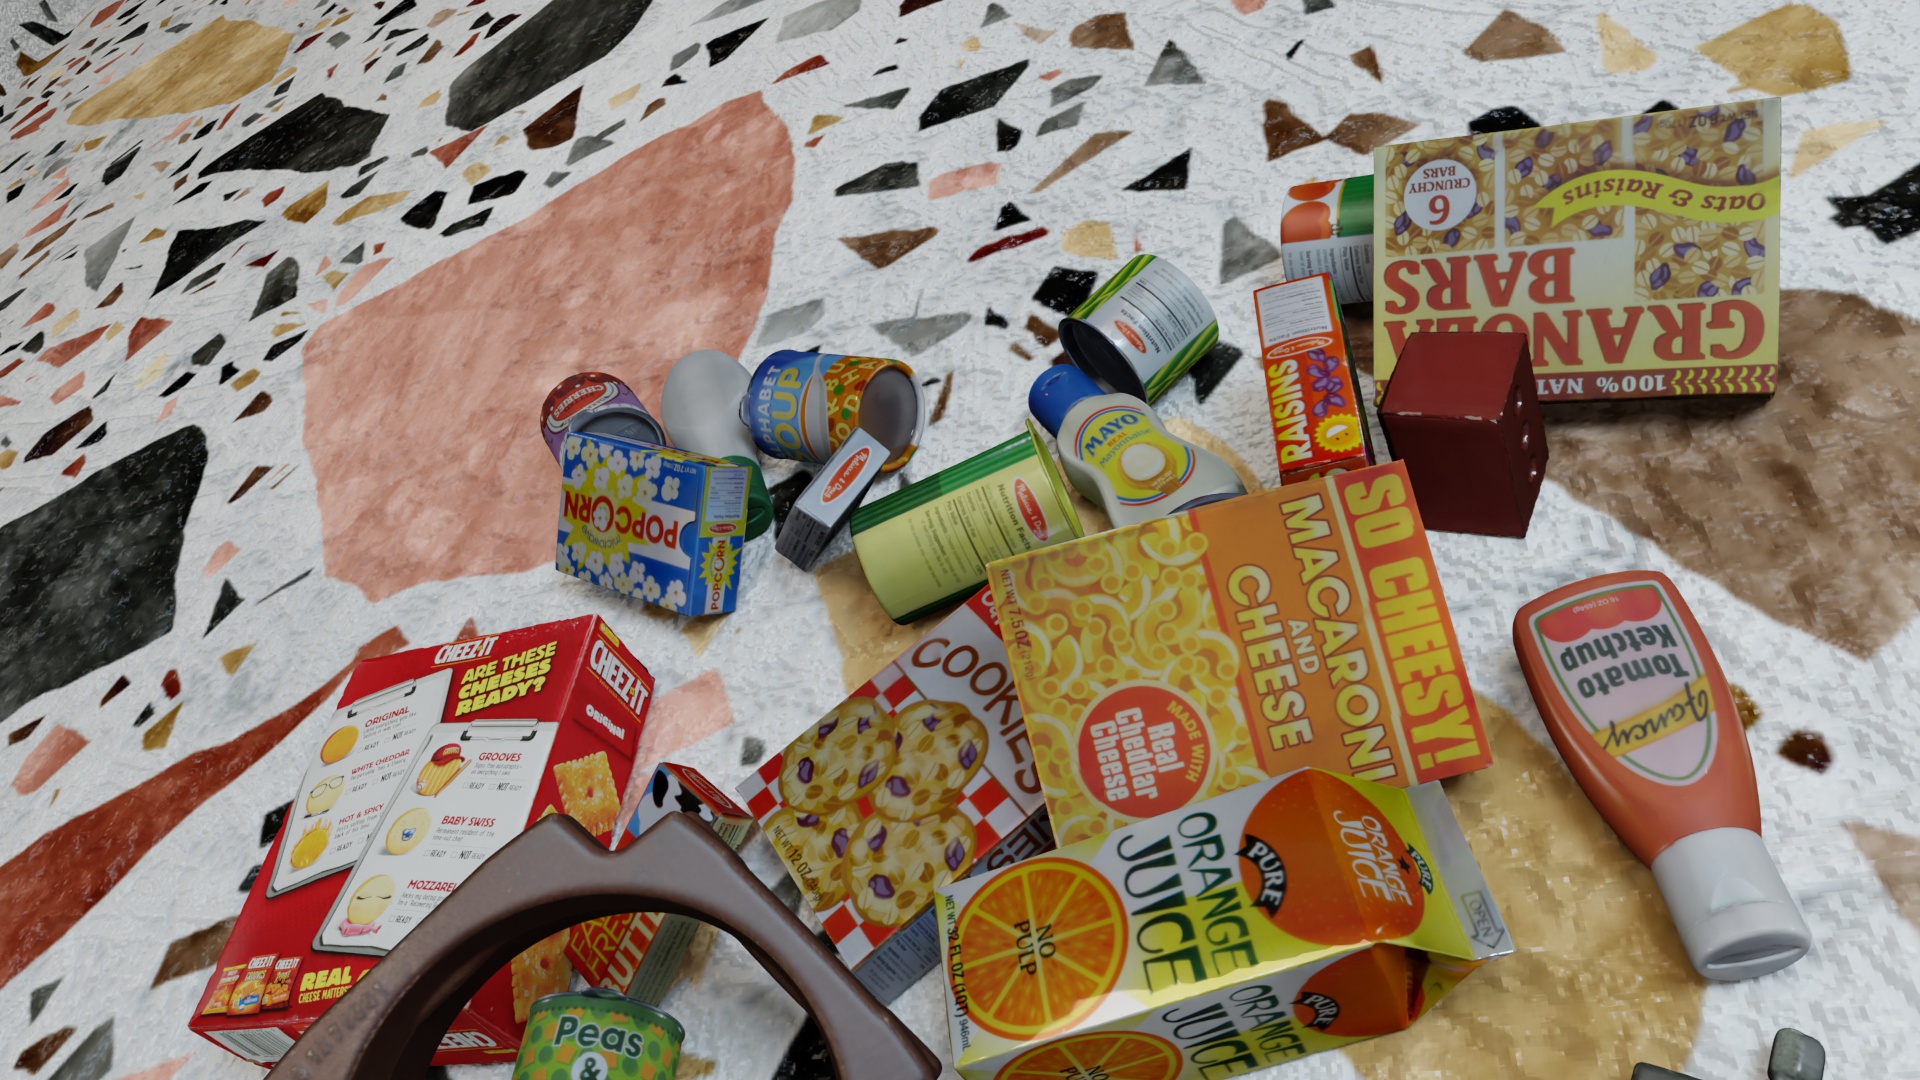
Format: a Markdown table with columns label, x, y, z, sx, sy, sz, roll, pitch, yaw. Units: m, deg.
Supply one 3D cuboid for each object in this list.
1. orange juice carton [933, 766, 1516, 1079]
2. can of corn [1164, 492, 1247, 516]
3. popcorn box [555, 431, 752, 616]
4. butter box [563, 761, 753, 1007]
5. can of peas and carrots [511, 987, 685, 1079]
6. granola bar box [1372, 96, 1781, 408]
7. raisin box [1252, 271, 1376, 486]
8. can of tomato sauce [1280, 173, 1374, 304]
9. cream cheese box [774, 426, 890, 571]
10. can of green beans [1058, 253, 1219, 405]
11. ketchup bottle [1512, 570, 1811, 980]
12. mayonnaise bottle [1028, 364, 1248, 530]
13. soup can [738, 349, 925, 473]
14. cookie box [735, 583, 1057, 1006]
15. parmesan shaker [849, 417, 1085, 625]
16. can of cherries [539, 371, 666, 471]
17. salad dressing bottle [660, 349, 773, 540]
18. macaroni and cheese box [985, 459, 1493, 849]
| label | x | y | z | sx | sy | sz | roll | pitch | yaw |
| --- | --- | --- | --- | --- | --- | --- | --- | --- | --- |
| orange juice carton | 0.093 | 0.145 | 0.505 | 0.192 | 0.072 | 0.072 | -21 | 44 | 11 |
| can of corn | 0.116 | 0.024 | 0.615 | 0.071 | 0.058 | 0.071 | -16 | 45 | 16 |
| popcorn box | -0.179 | -0.012 | 0.798 | 0.127 | 0.038 | 0.085 | 14 | 99 | 38 |
| butter box | -0.139 | 0.159 | 0.633 | 0.053 | 0.024 | 0.103 | 28 | 91 | 43 |
| can of peas and carrots | -0.152 | 0.225 | 0.571 | 0.071 | 0.070 | 0.059 | -12 | 47 | 20 |
| granola bar box | 0.274 | -0.123 | 0.627 | 0.165 | 0.039 | 0.124 | 1 | 94 | 30 |
| raisin box | 0.166 | -0.050 | 0.635 | 0.040 | 0.085 | 0.124 | -13 | 46 | 17 |
| can of tomato sauce | 0.216 | -0.159 | 0.722 | 0.083 | 0.071 | 0.071 | -2 | 50 | 29 |
| cream cheese box | -0.070 | -0.020 | 0.740 | 0.053 | 0.024 | 0.103 | -52 | 2 | -19 |
| can of green beans | 0.096 | -0.111 | 0.746 | 0.058 | 0.071 | 0.071 | -42 | 44 | -12 |
| ketchup bottle | 0.252 | 0.080 | 0.497 | 0.064 | 0.043 | 0.149 | -18 | 45 | 14 |
| mayonnaise bottle | 0.083 | -0.041 | 0.707 | 0.065 | 0.041 | 0.148 | -36 | 43 | -3 |
| soup can | -0.074 | -0.075 | 0.806 | 0.084 | 0.071 | 0.071 | 10 | 56 | 35 |
| cookie box | -0.004 | 0.103 | 0.622 | 0.168 | 0.040 | 0.123 | -38 | 43 | -8 |
| parmesan shaker | 0.003 | -0.009 | 0.701 | 0.103 | 0.071 | 0.071 | -24 | 43 | 9 |
| can of cherries | -0.230 | -0.069 | 0.888 | 0.071 | 0.071 | 0.058 | -38 | 43 | -6 |
| salad dressing bottle | -0.147 | -0.060 | 0.854 | 0.064 | 0.043 | 0.148 | -26 | 45 | 2 |
| macaroni and cheese box | 0.106 | 0.048 | 0.549 | 0.166 | 0.040 | 0.124 | -15 | 83 | 5 |
